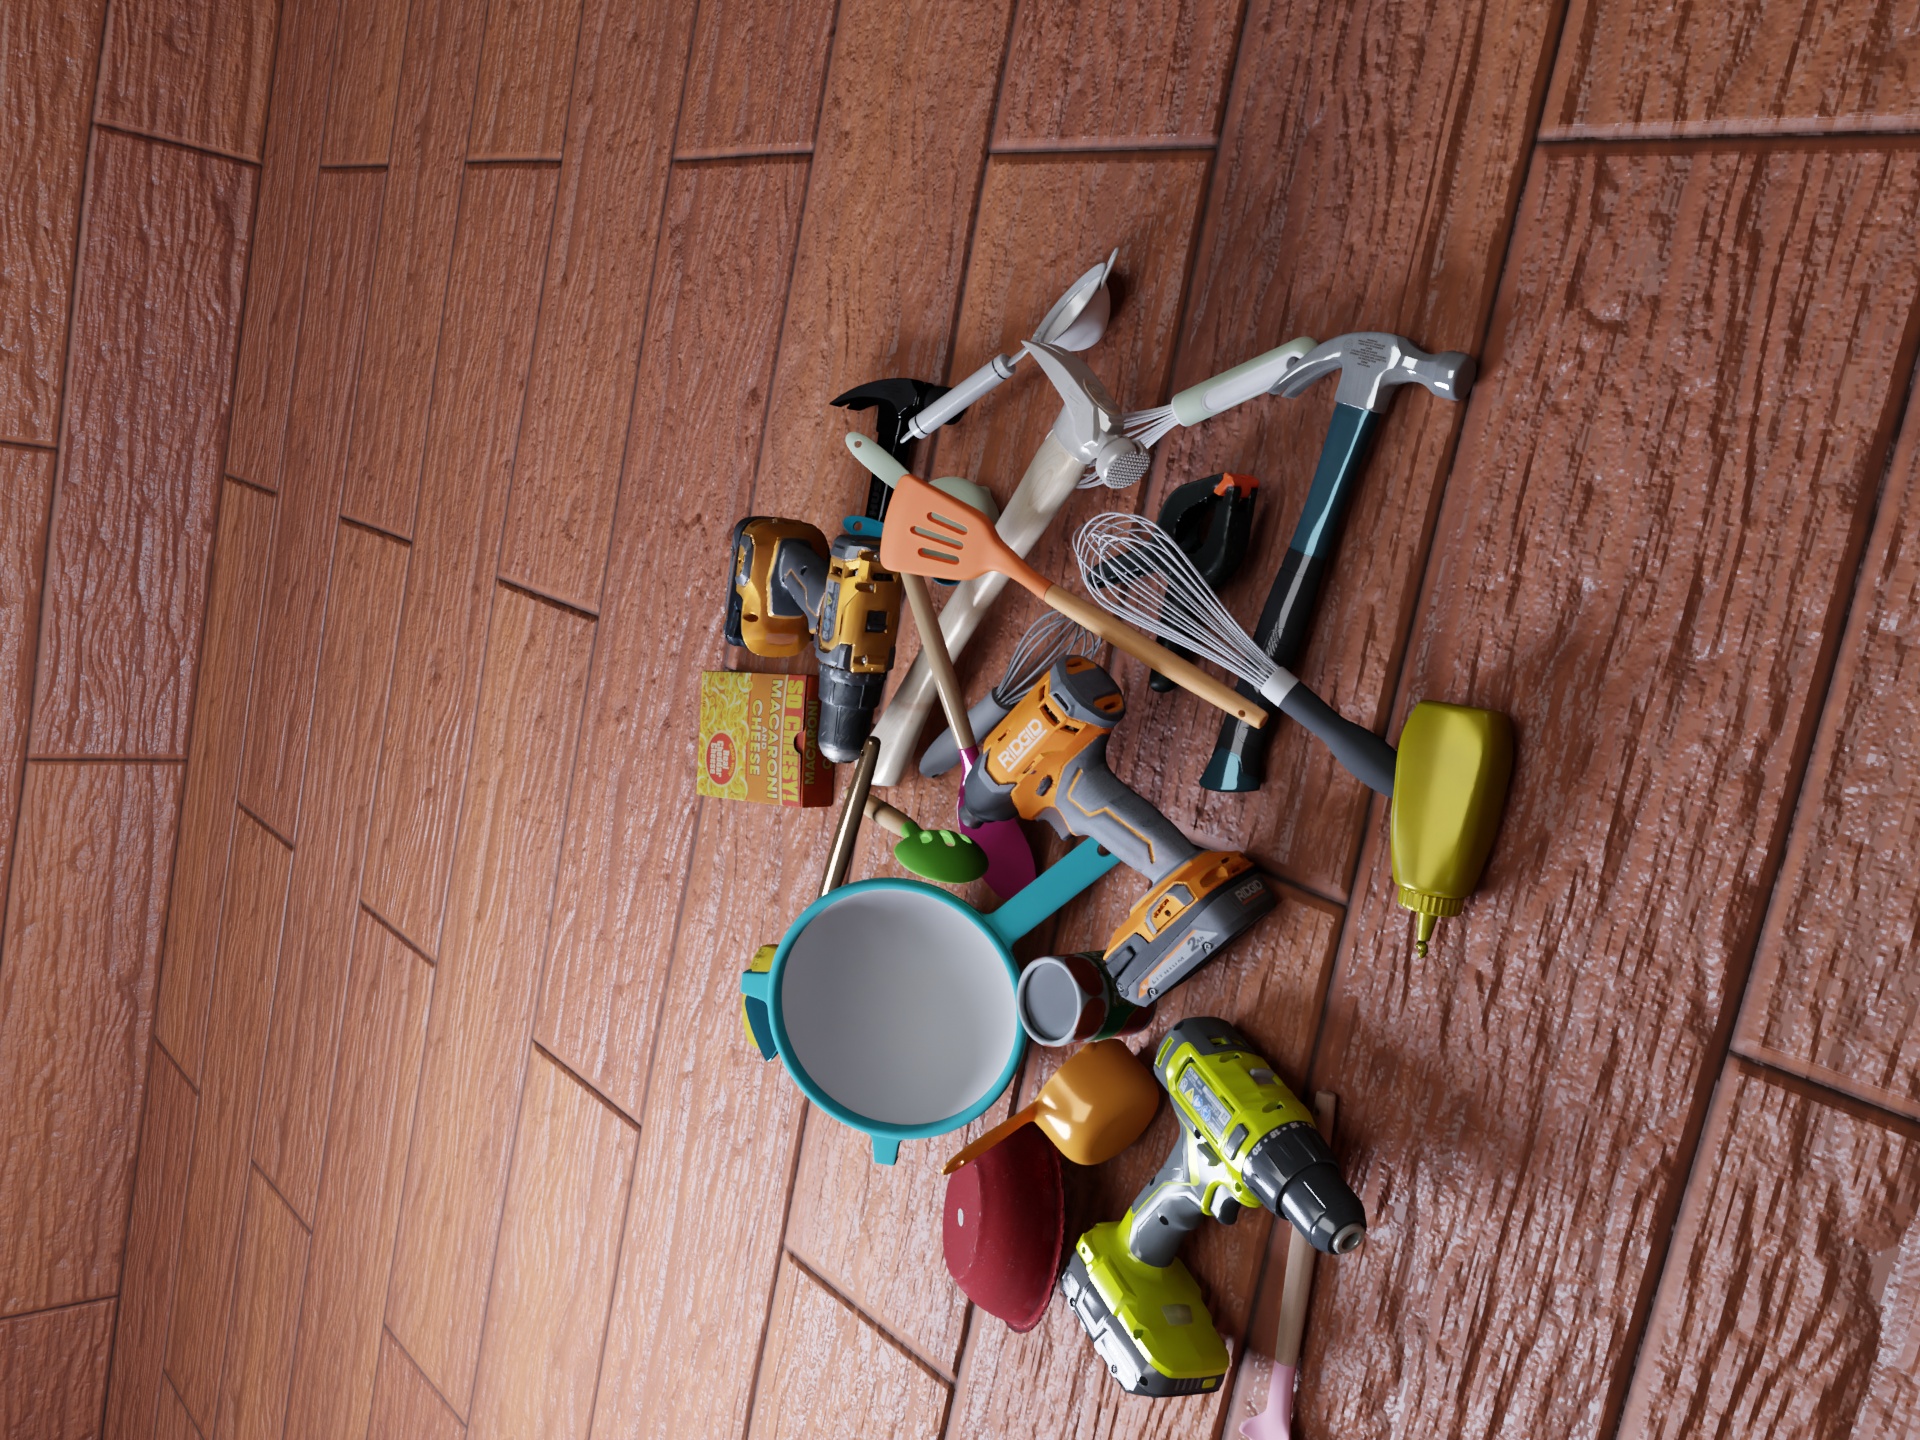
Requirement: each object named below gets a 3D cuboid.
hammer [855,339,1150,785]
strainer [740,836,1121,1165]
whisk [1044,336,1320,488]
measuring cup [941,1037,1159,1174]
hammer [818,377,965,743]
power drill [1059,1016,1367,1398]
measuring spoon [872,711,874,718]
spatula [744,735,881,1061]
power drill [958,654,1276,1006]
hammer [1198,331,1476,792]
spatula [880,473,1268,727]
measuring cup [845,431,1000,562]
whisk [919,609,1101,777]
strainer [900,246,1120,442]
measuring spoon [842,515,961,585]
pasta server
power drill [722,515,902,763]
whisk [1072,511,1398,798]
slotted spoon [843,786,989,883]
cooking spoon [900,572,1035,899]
[{"bbox_3d":[0.006,-0.102,1.262,0.410,0.038,0.146,-57,49,36],"label":"hammer"},{"bbox_3d":[0.006,0.181,1.266,0.340,0.095,0.211,-39,88,13],"label":"strainer"},{"bbox_3d":[0.155,-0.223,1.162,0.246,0.057,0.059,-19,31,40],"label":"whisk"},{"bbox_3d":[0.069,0.295,1.135,0.052,0.173,0.095,43,143,34],"label":"measuring cup"},{"bbox_3d":[-0.084,-0.137,1.414,0.146,0.035,0.334,20,102,44],"label":"hammer"},{"bbox_3d":[0.169,0.342,1.072,0.191,0.080,0.228,49,122,51],"label":"power drill"},{"bbox_3d":[-0.069,-0.036,1.347,0.021,0.011,0.117,123,157,-60],"label":"measuring spoon"},{"bbox_3d":[-0.121,0.147,1.343,0.082,0.044,0.317,57,137,49],"label":"spatula"},{"bbox_3d":[0.098,0.087,1.139,0.227,0.084,0.164,52,125,15],"label":"power drill"},{"bbox_3d":[0.232,-0.100,1.078,0.128,0.033,0.331,29,109,38],"label":"hammer"},{"bbox_3d":[0.078,-0.077,1.136,0.323,0.041,0.081,33,125,25],"label":"spatula"},{"bbox_3d":[-0.041,-0.192,1.324,0.168,0.038,0.083,42,97,16],"label":"measuring cup"},{"bbox_3d":[0.035,-0.019,1.279,0.239,0.055,0.055,-44,58,41],"label":"whisk"},{"bbox_3d":[0.042,-0.286,1.268,0.258,0.050,0.087,-29,29,36],"label":"strainer"},{"bbox_3d":[-0.043,-0.148,1.354,0.129,0.021,0.042,23,91,21],"label":"measuring spoon"},{"bbox_3d":[0.217,0.404,1.065,0.060,0.040,0.316,13,96,57],"label":"pasta server"},{"bbox_3d":[-0.125,-0.076,1.351,0.226,0.084,0.185,26,111,55],"label":"power drill"},{"bbox_3d":[0.188,-0.044,1.058,0.285,0.070,0.070,41,119,13],"label":"whisk"},{"bbox_3d":[-0.051,0.083,1.288,0.314,0.070,0.031,-160,72,-70],"label":"slotted spoon"},{"bbox_3d":[-0.002,-0.004,1.253,0.069,0.017,0.318,-6,107,43],"label":"cooking spoon"}]
